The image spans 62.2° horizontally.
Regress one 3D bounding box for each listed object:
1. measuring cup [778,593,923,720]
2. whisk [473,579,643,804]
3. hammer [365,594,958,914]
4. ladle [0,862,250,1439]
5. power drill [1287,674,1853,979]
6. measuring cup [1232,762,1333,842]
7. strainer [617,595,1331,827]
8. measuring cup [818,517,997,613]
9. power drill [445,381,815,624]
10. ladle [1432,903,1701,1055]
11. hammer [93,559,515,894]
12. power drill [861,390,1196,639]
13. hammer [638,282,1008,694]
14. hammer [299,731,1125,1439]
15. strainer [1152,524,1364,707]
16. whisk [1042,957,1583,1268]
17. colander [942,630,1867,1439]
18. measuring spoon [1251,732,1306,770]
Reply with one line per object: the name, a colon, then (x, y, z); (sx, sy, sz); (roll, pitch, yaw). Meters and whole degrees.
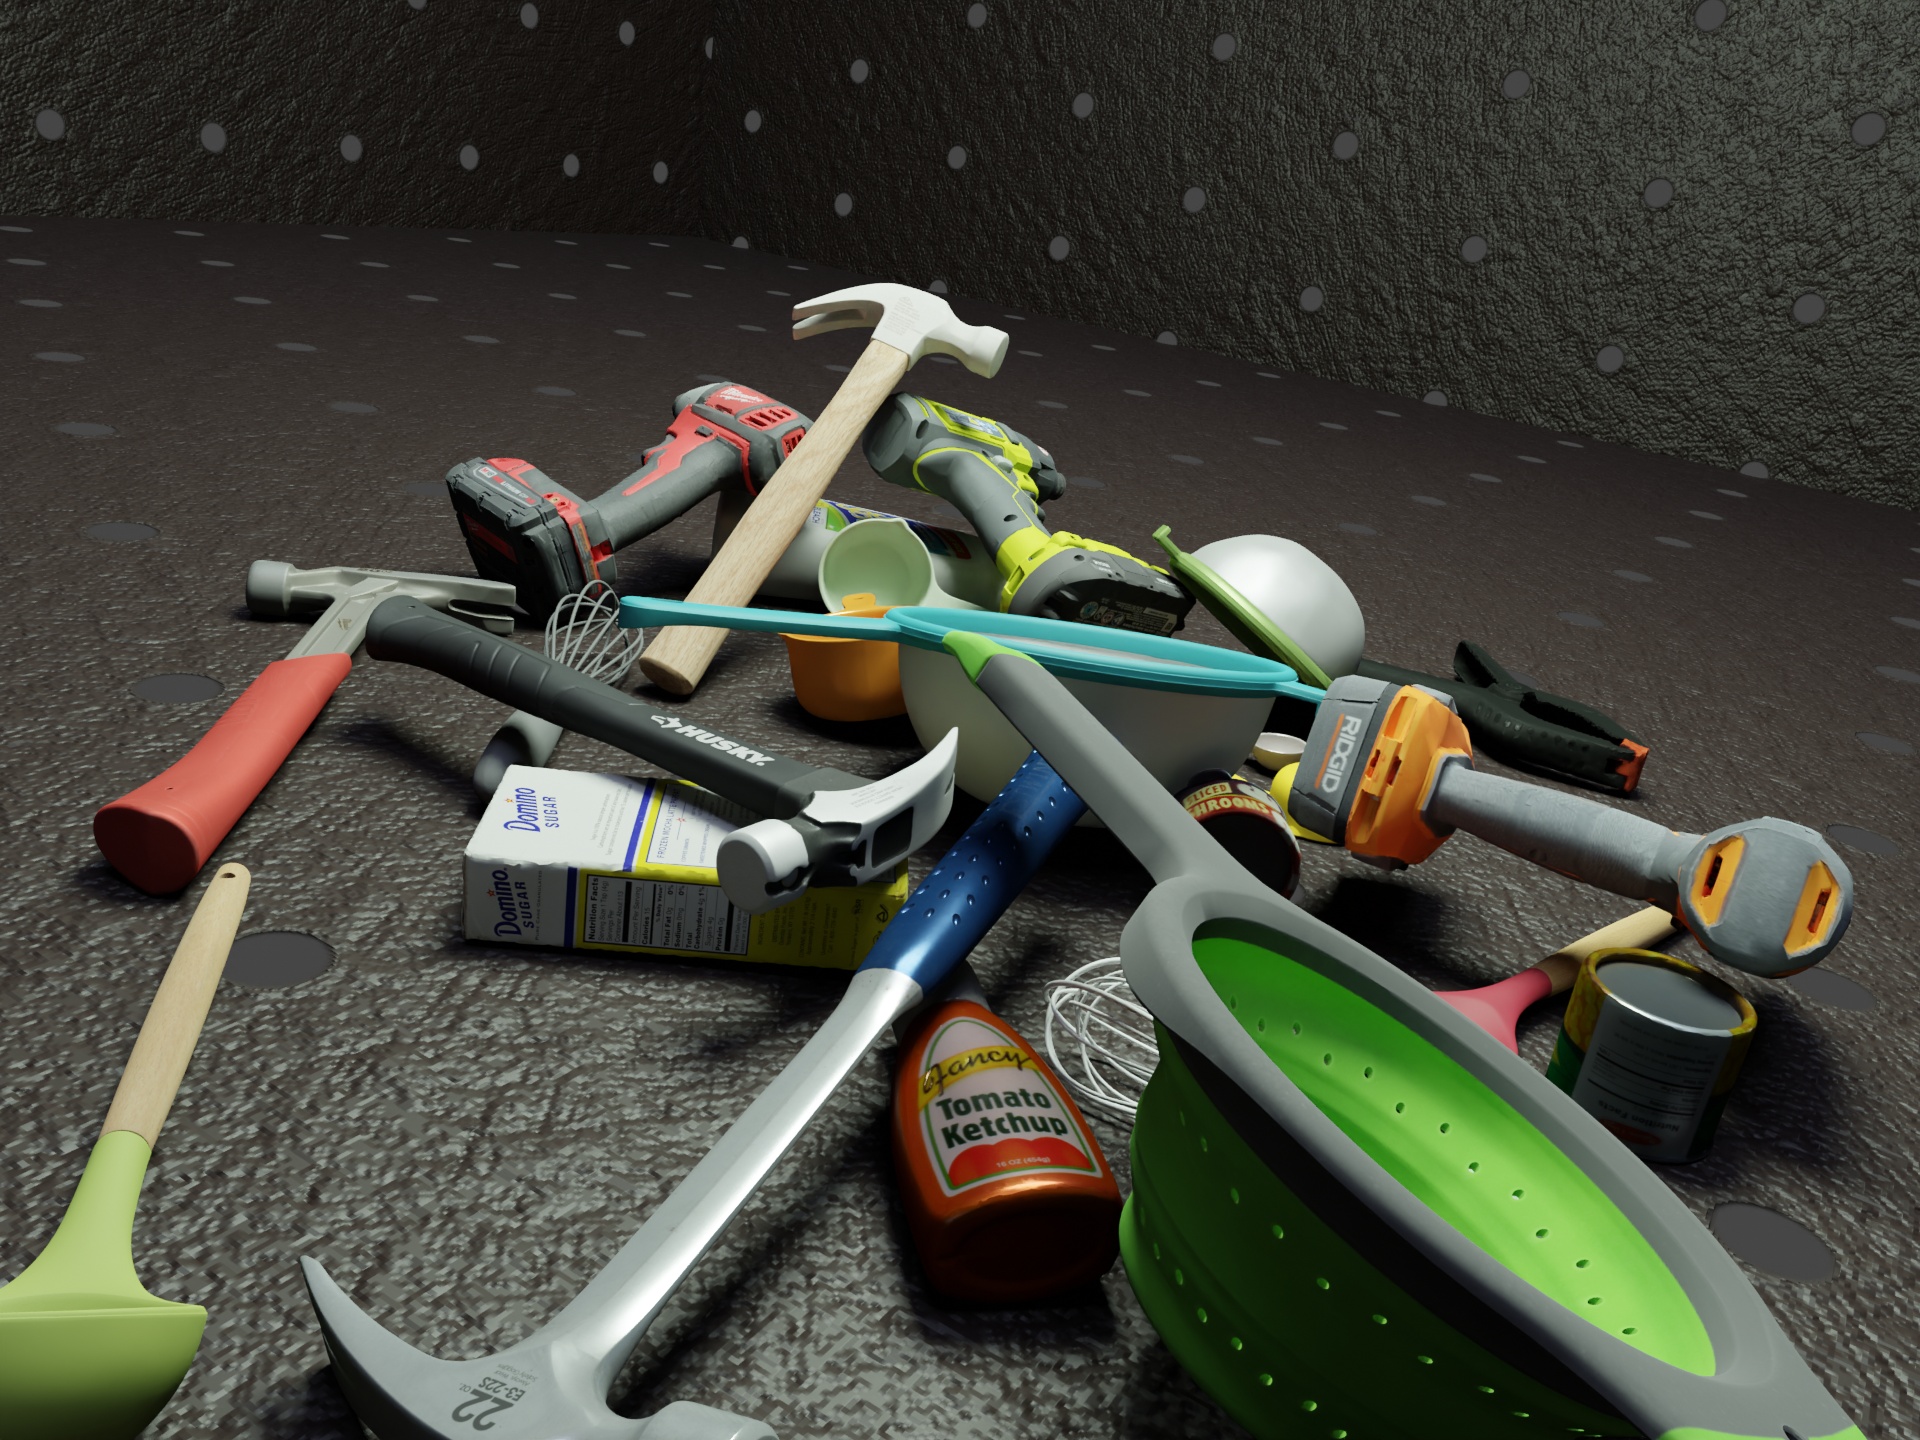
measuring cup: (-0.057, -0.041, 0.946); (0.095, 0.052, 0.174); (-7, 13, -3)
whisk: (-0.210, -0.017, 0.832); (0.055, 0.055, 0.239); (9, 24, -2)
hammer: (-0.153, -0.003, 0.714); (0.335, 0.035, 0.146); (20, 25, 33)
ladle: (-0.249, 0.105, 0.484); (0.078, 0.062, 0.320); (3, 19, -16)
power drill: (0.281, 0.055, 0.727); (0.227, 0.084, 0.164); (20, 1, 30)
measuring cup: (0.160, 0.025, 0.895); (0.157, 0.029, 0.062); (26, 26, 33)
strainer: (-0.001, -0.003, 0.795); (0.340, 0.095, 0.211); (5, 8, -17)
measuring cup: (-0.016, -0.078, 1.063); (0.167, 0.083, 0.038); (23, 2, -10)
power drill: (-0.211, -0.158, 1.041); (0.219, 0.078, 0.143); (-31, 43, -28)
ladle: (0.274, 0.112, 0.725); (0.315, 0.031, 0.069); (-9, 28, -43)
hammer: (-0.321, -0.012, 0.784); (0.149, 0.036, 0.359); (6, 21, -9)
power drill: (0.051, -0.126, 1.061); (0.171, 0.080, 0.223); (9, 36, -44)
hammer: (-0.098, -0.151, 0.976); (0.130, 0.031, 0.331); (26, 62, 8)
hammer: (-0.035, 0.093, 0.530); (0.144, 0.035, 0.405); (5, 25, 24)
strainer: (0.239, -0.045, 0.992); (0.257, 0.069, 0.151); (45, 5, 37)
whisk: (0.134, 0.148, 0.553); (0.246, 0.059, 0.058); (24, 62, 25)
colander: (0.075, 0.099, 0.501); (0.204, 0.094, 0.398); (22, 18, -40)
measuring spoon: (0.147, 0.012, 0.956); (0.124, 0.018, 0.034); (12, 20, 25)
